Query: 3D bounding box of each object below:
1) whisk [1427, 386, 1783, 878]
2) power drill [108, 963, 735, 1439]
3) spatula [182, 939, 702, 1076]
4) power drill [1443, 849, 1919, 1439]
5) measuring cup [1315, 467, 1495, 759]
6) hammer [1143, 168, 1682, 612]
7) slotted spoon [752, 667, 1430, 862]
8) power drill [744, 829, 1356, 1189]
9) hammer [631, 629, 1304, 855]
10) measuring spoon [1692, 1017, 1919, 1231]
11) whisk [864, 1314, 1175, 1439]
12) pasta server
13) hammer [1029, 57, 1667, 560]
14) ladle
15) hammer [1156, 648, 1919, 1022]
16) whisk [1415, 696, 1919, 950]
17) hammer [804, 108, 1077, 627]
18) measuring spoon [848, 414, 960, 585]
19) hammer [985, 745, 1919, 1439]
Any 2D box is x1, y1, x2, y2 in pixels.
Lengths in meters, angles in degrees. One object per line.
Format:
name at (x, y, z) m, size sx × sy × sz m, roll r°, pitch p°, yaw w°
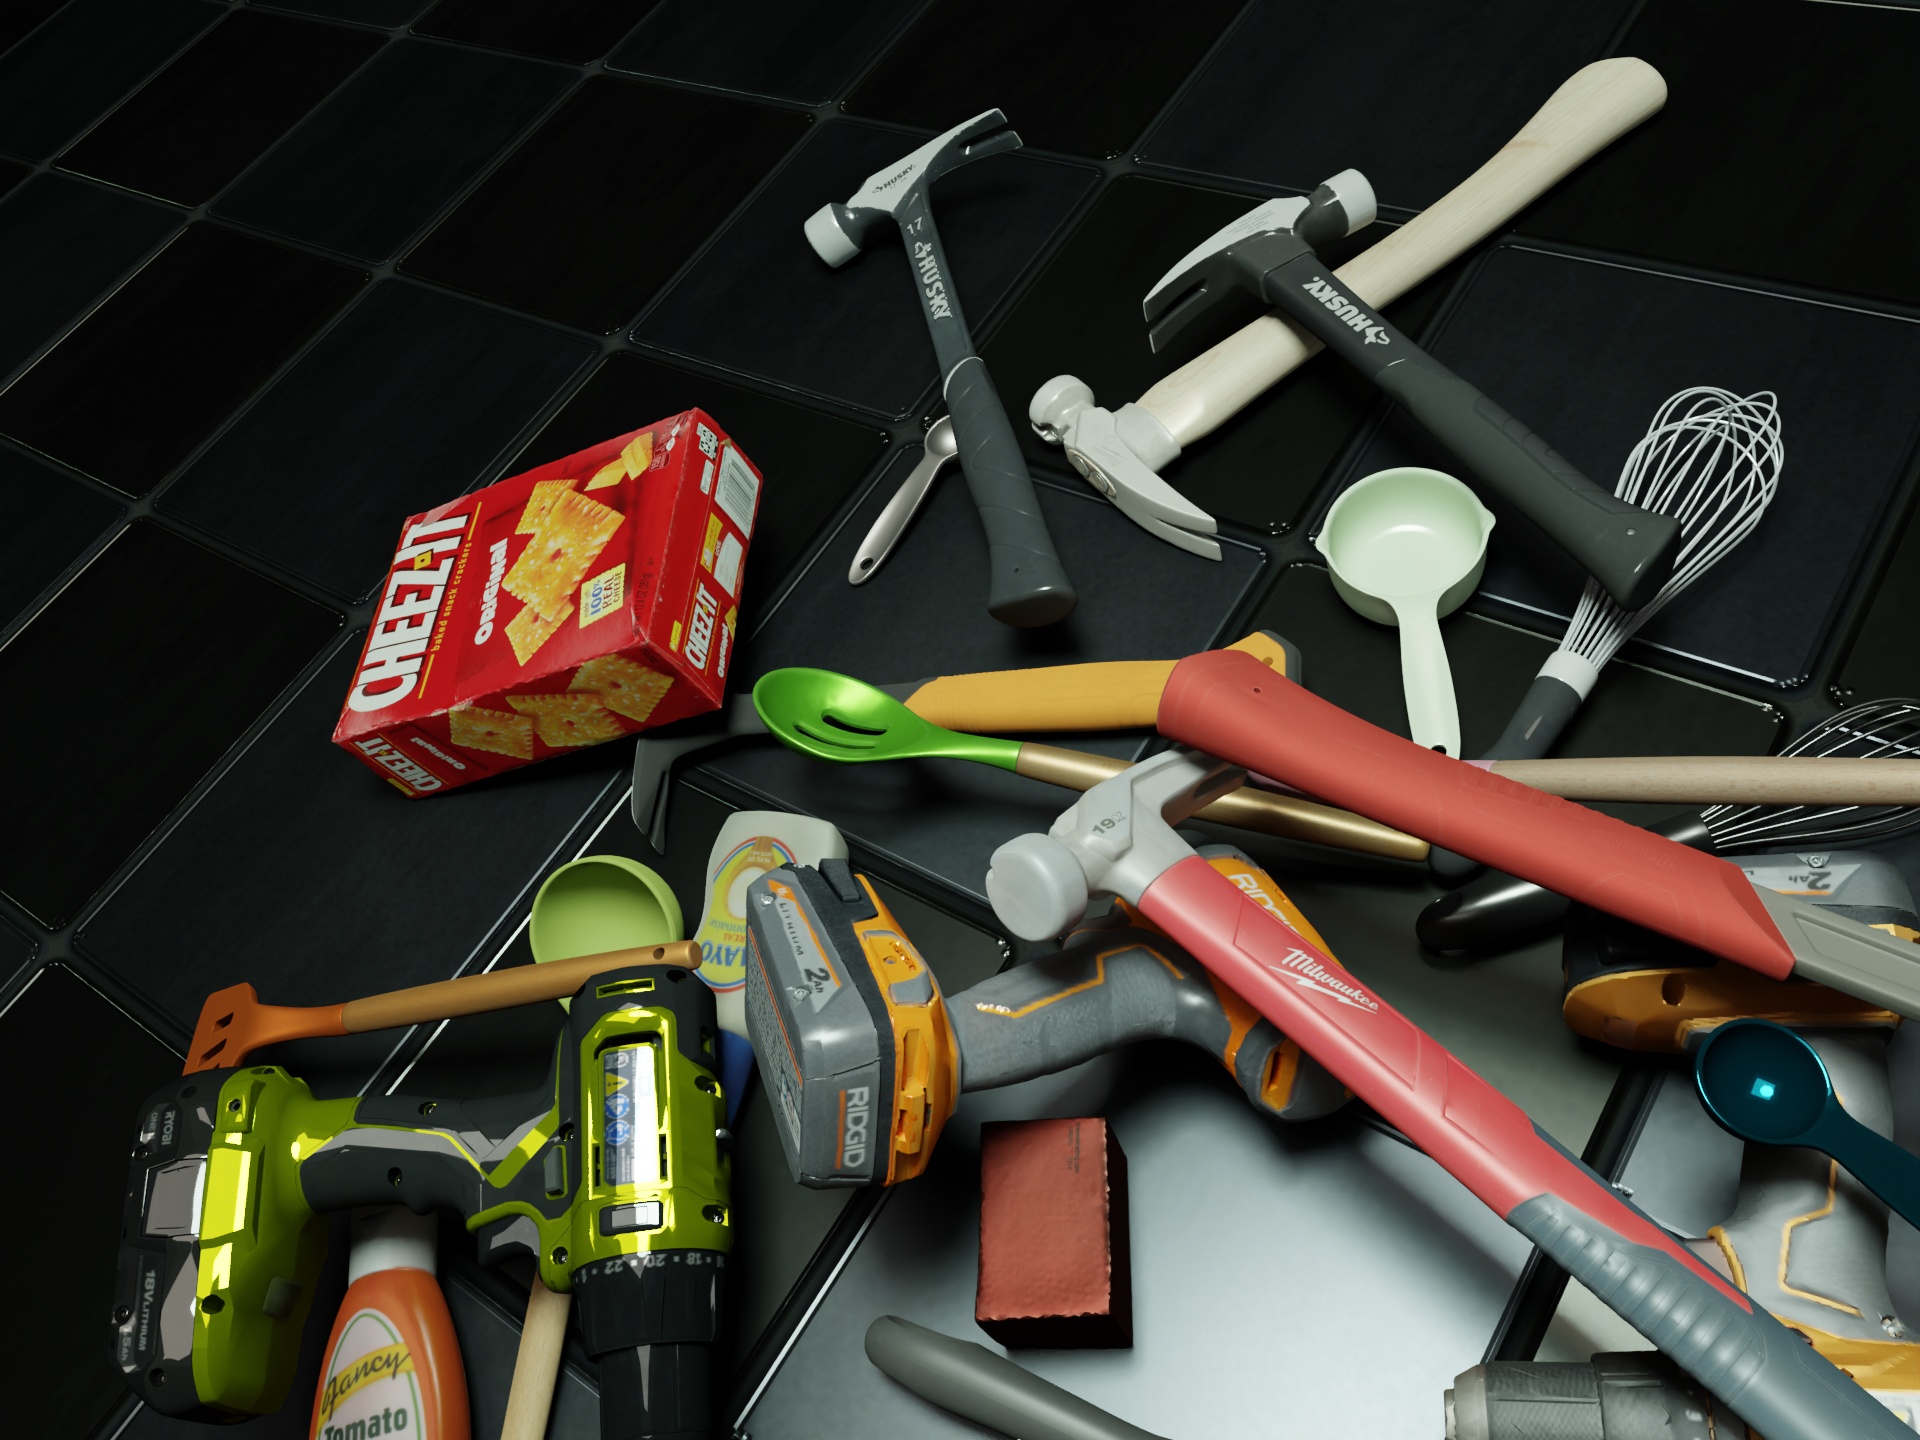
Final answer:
whisk at (0.288, -0.043, 0.713) m, size 0.070 × 0.070 × 0.285 m, roll 28°, pitch 72°, yaw 32°
power drill at (-0.201, 0.206, 0.627) m, size 0.228 × 0.080 × 0.191 m, roll -8°, pitch 62°, yaw 1°
spatula at (-0.255, 0.136, 0.734) m, size 0.322 × 0.041 × 0.081 m, roll -13°, pitch 55°, yaw 20°
power drill at (0.260, 0.165, 0.558) m, size 0.185 × 0.084 × 0.226 m, roll -5°, pitch 59°, yaw 16°
measuring cup at (0.215, -0.041, 0.748) m, size 0.083 × 0.038 × 0.168 m, roll -7°, pitch 61°, yaw 14°
hammer at (0.219, -0.160, 0.772) m, size 0.146 × 0.035 × 0.335 m, roll -28°, pitch 49°, yaw -5°
slotted spoon at (0.051, 0.024, 0.717) m, size 0.314 × 0.031 × 0.070 m, roll 12°, pitch 30°, yaw 17°
power drill at (0.032, 0.098, 0.633) m, size 0.226 × 0.084 × 0.164 m, roll -5°, pitch 29°, yaw -18°
hammer at (-0.001, -0.003, 0.789) m, size 0.337 × 0.034 × 0.127 m, roll -4°, pitch 54°, yaw 15°
measuring spoon at (0.291, 0.146, 0.506) m, size 0.129 × 0.021 × 0.042 m, roll 39°, pitch 69°, yaw 21°
whisk at (0.088, 0.269, 0.551) m, size 0.296 × 0.073 × 0.073 m, roll 13°, pitch 60°, yaw 32°
pasta server at (0.236, 0.016, 0.623) m, size 0.316 × 0.060 × 0.040 m, roll -1°, pitch 75°, yaw 47°
hammer at (0.241, -0.244, 0.883) m, size 0.410 × 0.038 × 0.146 m, roll -36°, pitch 54°, yaw -9°
ladle at (-0.174, 0.207, 0.682) m, size 0.078 × 0.062 × 0.320 m, roll -7°, pitch 56°, yaw 19°
hammer at (0.229, 0.060, 0.537) m, size 0.359 × 0.036 × 0.149 m, roll 23°, pitch 53°, yaw 23°
whisk at (0.301, 0.045, 0.651) m, size 0.239 × 0.055 × 0.055 m, roll -21°, pitch 52°, yaw 8°
hammer at (0.004, -0.206, 0.900) m, size 0.149 × 0.036 × 0.409 m, roll -30°, pitch 48°, yaw 18°
measuring spoon at (-0.025, -0.123, 0.900) m, size 0.034 × 0.018 × 0.124 m, roll 20°, pitch 70°, yaw 38°
hammer at (0.189, 0.138, 0.520) m, size 0.143 × 0.038 × 0.387 m, roll -24°, pitch 52°, yaw -39°
